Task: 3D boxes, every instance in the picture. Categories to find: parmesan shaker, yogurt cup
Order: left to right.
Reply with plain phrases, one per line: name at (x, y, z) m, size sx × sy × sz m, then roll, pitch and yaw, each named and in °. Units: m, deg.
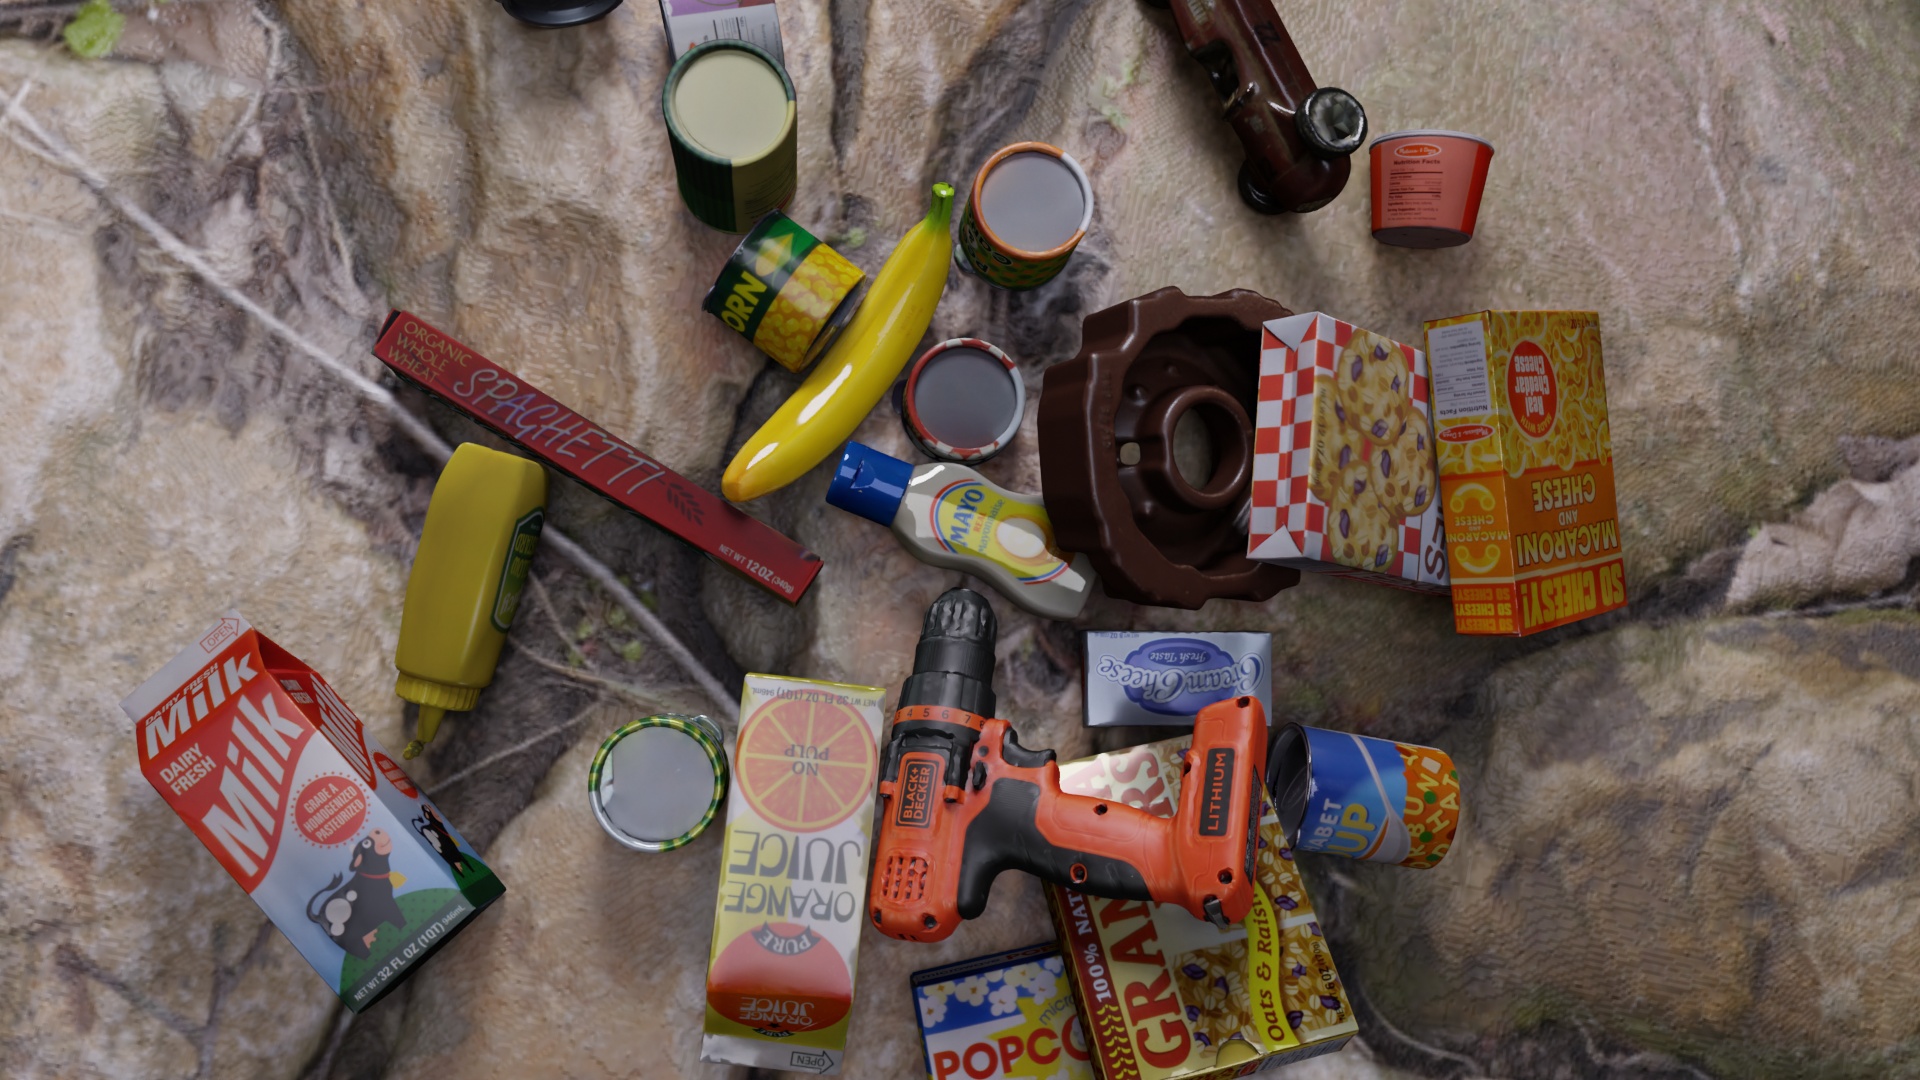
parmesan shaker at (-0.116, -0.209, 0.719) m, size 0.071 × 0.103 × 0.071 m, roll 1°, pitch 84°, yaw -7°
yogurt cup at (0.264, -0.198, 0.788) m, size 0.072 × 0.072 × 0.054 m, roll 6°, pitch 91°, yaw -7°

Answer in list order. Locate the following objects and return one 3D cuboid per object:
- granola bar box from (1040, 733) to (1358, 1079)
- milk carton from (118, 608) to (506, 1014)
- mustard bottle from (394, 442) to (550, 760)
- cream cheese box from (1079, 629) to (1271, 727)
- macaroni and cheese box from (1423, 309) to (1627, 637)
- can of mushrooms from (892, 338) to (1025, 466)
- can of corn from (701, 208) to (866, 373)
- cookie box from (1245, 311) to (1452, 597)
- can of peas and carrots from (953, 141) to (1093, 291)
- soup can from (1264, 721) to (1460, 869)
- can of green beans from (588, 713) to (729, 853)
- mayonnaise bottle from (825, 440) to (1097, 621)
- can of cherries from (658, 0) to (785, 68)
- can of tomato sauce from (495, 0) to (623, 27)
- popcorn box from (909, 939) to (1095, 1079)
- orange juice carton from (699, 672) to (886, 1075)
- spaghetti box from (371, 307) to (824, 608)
granola bar box at (0.109, 0.184, 0.700) m, size 0.124 × 0.039 × 0.166 m, roll -11°, pitch 58°, yaw -8°
milk carton at (-0.315, 0.126, 0.670) m, size 0.072 × 0.073 × 0.190 m, roll -42°, pitch 90°, yaw -9°
mustard bottle at (-0.249, 0.033, 0.697) m, size 0.049 × 0.065 × 0.160 m, roll 15°, pitch 88°, yaw 0°
cream cheese box at (0.117, 0.075, 0.756) m, size 0.104 × 0.024 × 0.053 m, roll 1°, pitch 85°, yaw -7°
macaroni and cheese box at (0.307, -0.039, 0.750) m, size 0.124 × 0.040 × 0.166 m, roll -7°, pitch 92°, yaw -40°
can of mushrooms at (-0.001, -0.075, 0.754) m, size 0.071 × 0.033 × 0.071 m, roll 1°, pitch 84°, yaw -7°
can of corn at (-0.092, -0.129, 0.731) m, size 0.058 × 0.071 × 0.071 m, roll 36°, pitch 81°, yaw -3°
cookie box at (0.223, -0.040, 0.736) m, size 0.167 × 0.040 × 0.123 m, roll 10°, pitch 82°, yaw -38°
can of peas and carrots at (0.033, -0.175, 0.757) m, size 0.071 × 0.058 × 0.071 m, roll 1°, pitch 83°, yaw -7°
soup can at (0.212, 0.139, 0.738) m, size 0.084 × 0.071 × 0.071 m, roll 11°, pitch 83°, yaw -6°
can of green beans at (-0.151, 0.121, 0.699) m, size 0.071 × 0.057 × 0.071 m, roll 1°, pitch 84°, yaw -7°
mayonnaise bottle at (0.003, -0.009, 0.742) m, size 0.148 × 0.041 × 0.065 m, roll 22°, pitch 80°, yaw -5°
can of cherries at (-0.129, -0.277, 0.745) m, size 0.058 × 0.071 × 0.071 m, roll -13°, pitch 86°, yaw -8°
can of tomato sauce at (-0.221, -0.328, 0.738) m, size 0.071 × 0.071 × 0.083 m, roll -14°, pitch 85°, yaw -9°
popcorn box at (0.043, 0.255, 0.718) m, size 0.127 × 0.038 × 0.085 m, roll -10°, pitch 84°, yaw -8°
orange juice carton at (-0.084, 0.166, 0.695) m, size 0.072 × 0.073 × 0.193 m, roll 7°, pitch 83°, yaw -6°
spaghetti box at (-0.185, -0.040, 0.718) m, size 0.250 × 0.050 × 0.029 m, roll 31°, pitch 80°, yaw -3°
